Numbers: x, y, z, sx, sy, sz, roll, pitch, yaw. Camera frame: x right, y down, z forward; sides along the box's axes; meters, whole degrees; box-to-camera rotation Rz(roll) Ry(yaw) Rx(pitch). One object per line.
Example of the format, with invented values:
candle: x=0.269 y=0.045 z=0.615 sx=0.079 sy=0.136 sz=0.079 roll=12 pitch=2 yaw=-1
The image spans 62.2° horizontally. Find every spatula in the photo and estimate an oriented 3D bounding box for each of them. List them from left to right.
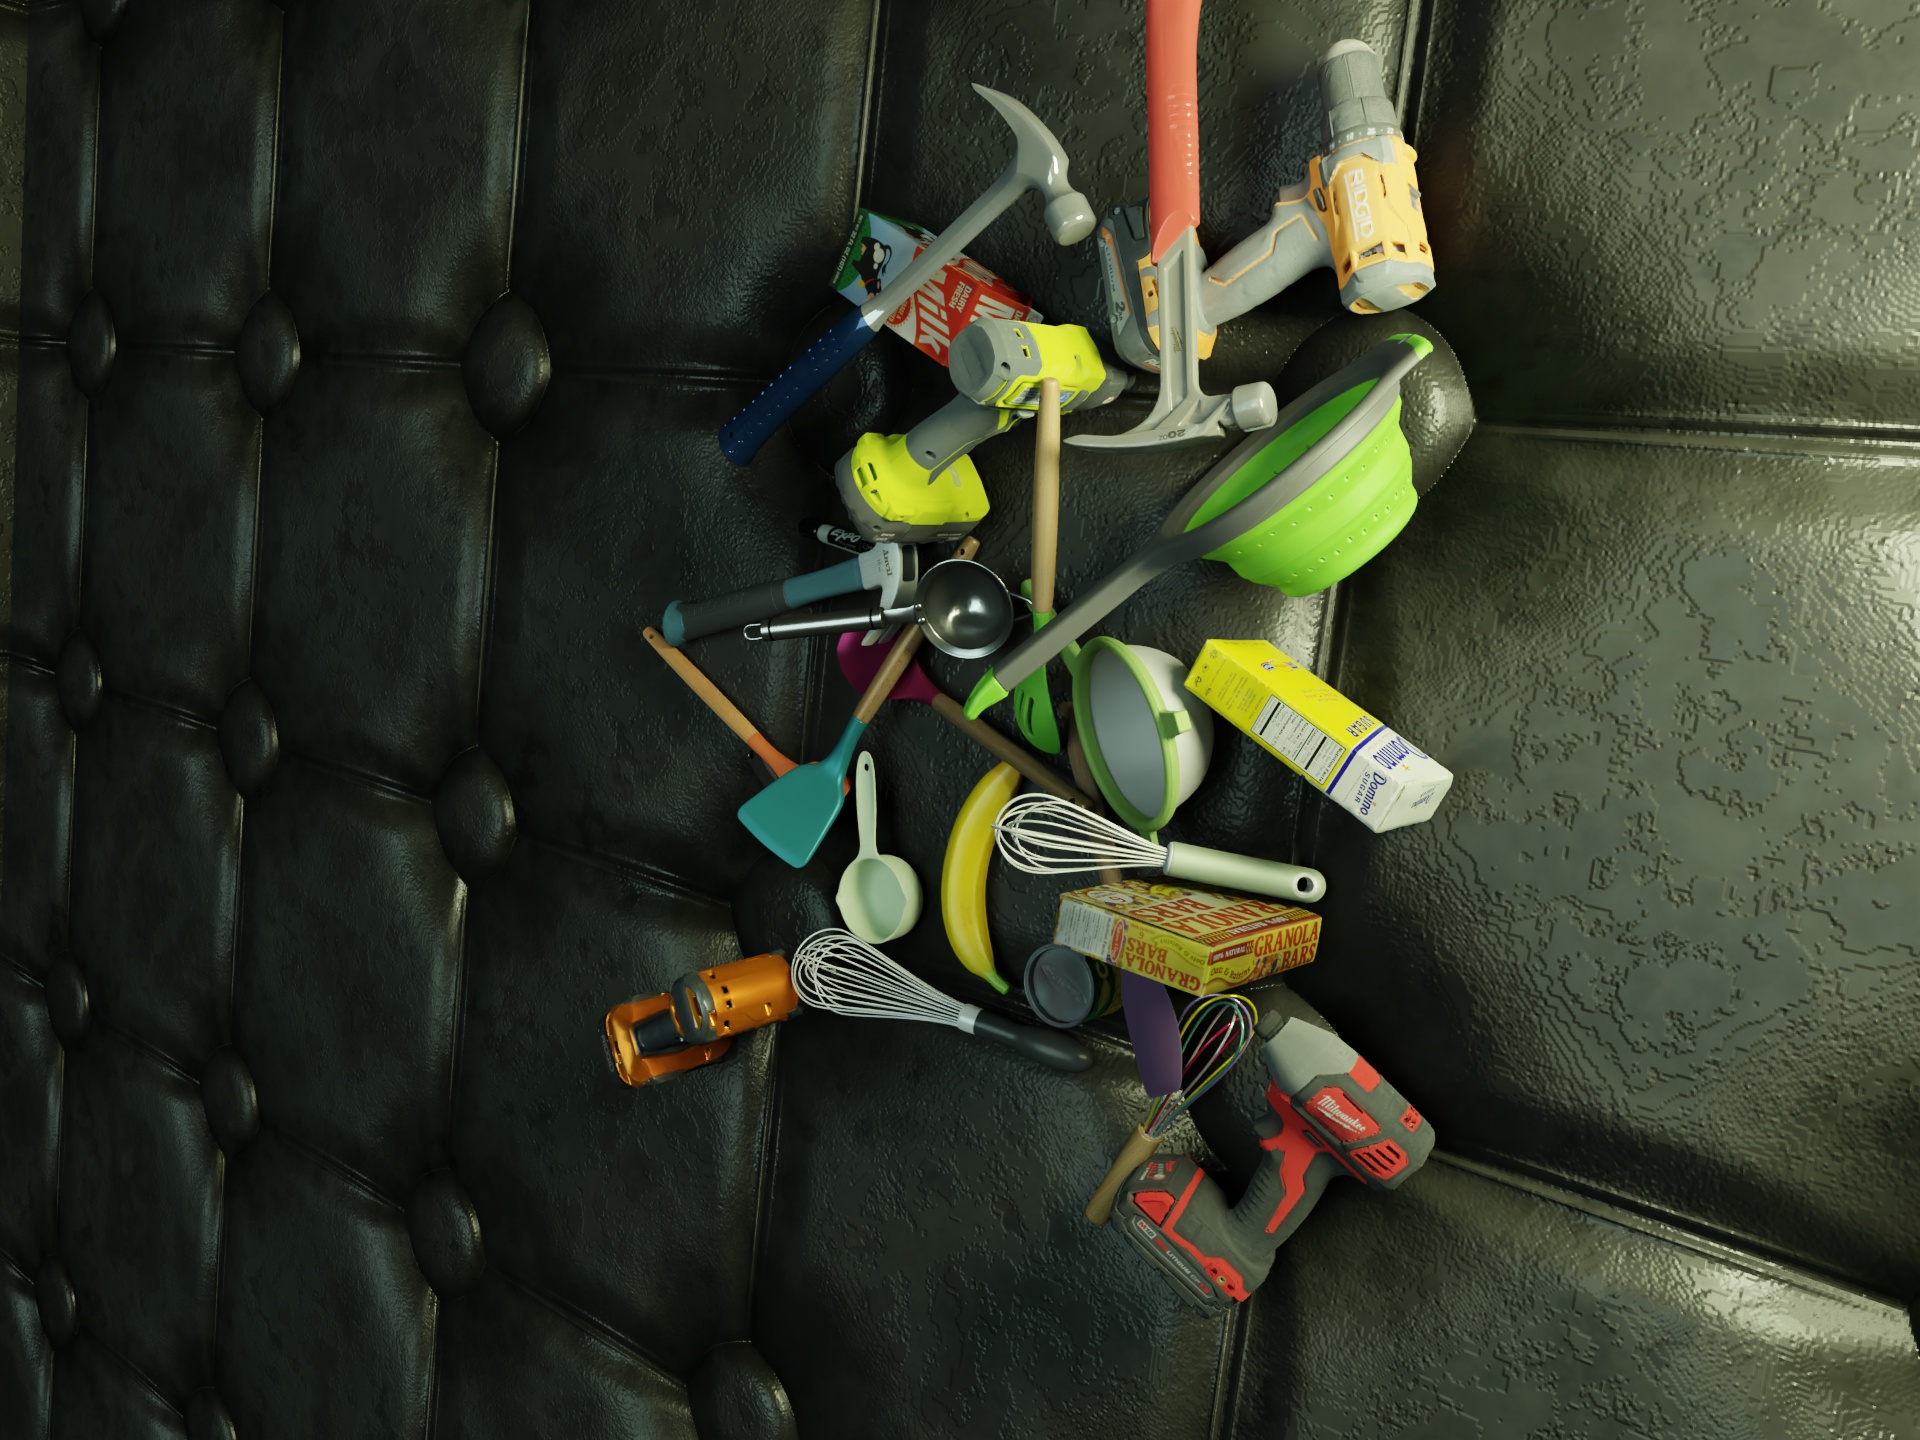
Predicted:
spatula: x=-0.213 y=0.001 z=1.499 sx=0.081 sy=0.041 sz=0.323 roll=-50 pitch=59 yaw=3
spatula: x=-0.076 y=-0.022 z=1.356 sx=0.082 sy=0.044 sz=0.317 roll=38 pitch=103 yaw=23
spatula: x=0.121 y=0.132 z=1.234 sx=0.059 sy=0.018 sz=0.316 roll=-37 pitch=61 yaw=52

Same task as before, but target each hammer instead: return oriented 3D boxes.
hammer: x=-0.162 y=-0.114 z=1.444 sx=0.331 sy=0.033 sz=0.128 roll=-10 pitch=90 yaw=43
hammer: x=-0.067 y=-0.335 z=1.279 sx=0.405 sy=0.035 sz=0.144 roll=-33 pitch=74 yaw=37
hammer: x=0.140 y=-0.367 z=1.109 sx=0.149 sy=0.036 sz=0.359 roll=-4 pitch=85 yaw=30

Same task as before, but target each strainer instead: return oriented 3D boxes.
strainer: x=-0.060 y=-0.088 z=1.317 sx=0.258 sy=0.050 sz=0.086 roll=-5 pitch=111 yaw=14
strainer: x=0.126 y=-0.032 z=1.225 sx=0.151 sy=0.069 sz=0.257 roll=93 pitch=155 yaw=-45

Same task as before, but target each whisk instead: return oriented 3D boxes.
whisk: x=-0.019 y=0.239 z=1.334 sx=0.285 sy=0.070 sz=0.070 roll=15 pitch=102 yaw=24
whisk: x=0.143 y=0.099 z=1.152 sx=0.246 sy=0.059 sz=0.058 roll=11 pitch=88 yaw=1
whisk: x=0.160 y=0.303 z=1.224 sx=0.051 sy=0.047 sz=0.245 roll=50 pitch=125 yaw=39

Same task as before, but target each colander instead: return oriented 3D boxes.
colander: x=0.177 y=-0.101 z=1.096 sx=0.397 sy=0.204 sz=0.094 roll=-39 pitch=101 yaw=13

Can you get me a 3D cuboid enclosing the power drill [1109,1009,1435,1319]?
power drill: x=0.215 y=0.314 z=1.142 sx=0.143 sy=0.078 sz=0.219 roll=44 pitch=115 yaw=9

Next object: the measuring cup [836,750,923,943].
measuring cup: x=-0.069 y=0.110 z=1.396 sx=0.083 sy=0.038 sz=0.167 roll=-5 pitch=87 yaw=38

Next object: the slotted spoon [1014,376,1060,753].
slotted spoon: x=0.062 y=-0.109 z=1.209 sx=0.070 sy=0.031 sz=0.313 roll=-125 pitch=29 yaw=-53

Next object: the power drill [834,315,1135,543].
power drill: x=0.019 y=-0.226 z=1.239 sx=0.223 sy=0.171 sz=0.080 roll=-35 pitch=69 yaw=43

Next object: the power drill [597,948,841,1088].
power drill: x=-0.220 y=0.268 z=1.461 sx=0.226 sy=0.164 sz=0.084 roll=-32 pitch=72 yaw=48

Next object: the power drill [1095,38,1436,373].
power drill: x=0.212 y=-0.359 z=1.128 sx=0.226 sy=0.084 sz=0.185 roll=-12 pitch=82 yaw=34

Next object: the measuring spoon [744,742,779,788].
measuring spoon: x=-0.175 y=0.068 z=1.487 sx=0.034 sy=0.018 sz=0.124 roll=-50 pitch=63 yaw=29

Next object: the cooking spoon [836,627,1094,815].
cooking spoon: x=-0.002 y=-0.004 z=1.333 sx=0.319 sy=0.017 sz=0.068 roll=36 pitch=103 yaw=38
